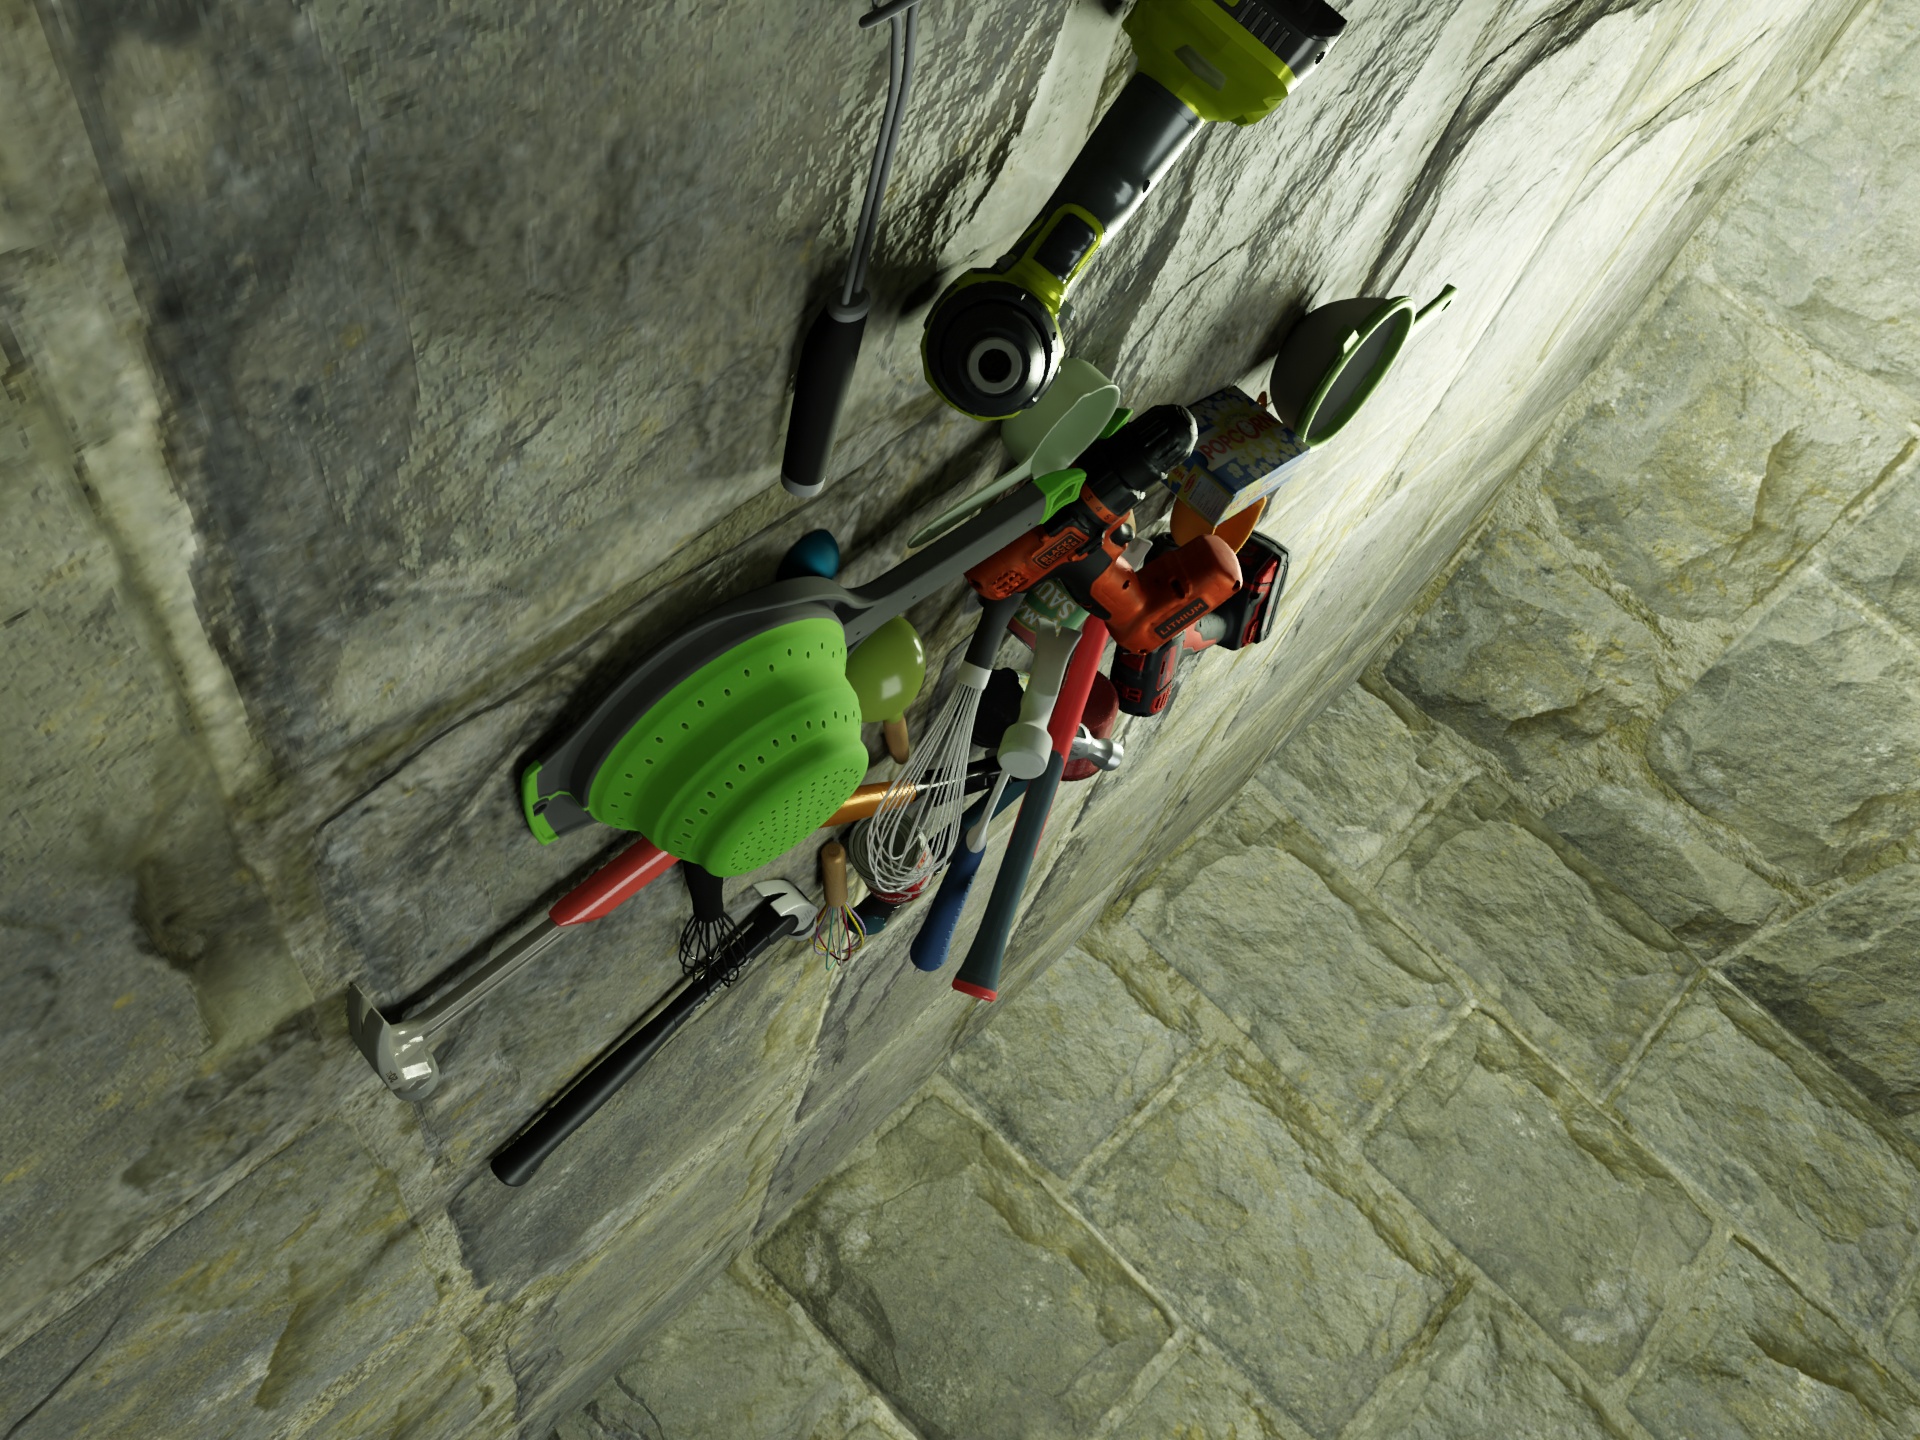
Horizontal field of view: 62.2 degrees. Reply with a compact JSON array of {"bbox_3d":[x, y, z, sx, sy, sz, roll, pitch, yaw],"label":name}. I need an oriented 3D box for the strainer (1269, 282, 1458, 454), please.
[{"bbox_3d":[0.336,-0.327,1.344,0.256,0.069,0.151,-40,160,-35],"label":"strainer"}]

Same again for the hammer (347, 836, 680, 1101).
[{"bbox_3d":[-0.214,0.096,0.993,0.359,0.037,0.149,-38,163,-27],"label":"hammer"}]

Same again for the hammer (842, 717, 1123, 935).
[{"bbox_3d":[0.001,0.107,1.516,0.128,0.033,0.331,20,128,-37],"label":"hammer"}]

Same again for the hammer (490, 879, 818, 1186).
[{"bbox_3d":[-0.252,0.257,1.319,0.335,0.035,0.146,-43,166,-13],"label":"hammer"}]

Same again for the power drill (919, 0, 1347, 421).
[{"bbox_3d":[0.063,-0.232,0.706,0.228,0.080,0.191,-52,-169,14],"label":"power drill"}]

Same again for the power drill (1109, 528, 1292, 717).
[{"bbox_3d":[0.232,-0.121,1.550,0.227,0.080,0.187,-31,141,-43],"label":"power drill"}]

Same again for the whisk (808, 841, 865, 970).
[{"bbox_3d":[-0.118,0.171,1.460,0.051,0.047,0.244,-53,165,-26],"label":"whisk"}]

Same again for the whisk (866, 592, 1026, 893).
[{"bbox_3d":[-0.001,-0.004,1.168,0.284,0.070,0.070,-69,162,7],"label":"whisk"}]

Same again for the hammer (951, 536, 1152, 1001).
[{"bbox_3d":[0.073,0.035,1.271,0.143,0.038,0.386,107,2,-80],"label":"hammer"}]

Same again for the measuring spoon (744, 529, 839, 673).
[{"bbox_3d":[-0.102,-0.055,0.925,0.042,0.021,0.128,-26,153,-53],"label":"measuring spoon"}]

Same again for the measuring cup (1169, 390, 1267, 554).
[{"bbox_3d":[0.227,-0.217,1.380,0.095,0.052,0.173,-36,146,-37],"label":"measuring cup"}]

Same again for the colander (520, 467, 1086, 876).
[{"bbox_3d":[-0.057,-0.022,0.920,0.397,0.094,0.204,-34,165,-21],"label":"colander"}]

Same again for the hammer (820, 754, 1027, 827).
[{"bbox_3d":[-0.060,0.060,1.270,0.127,0.034,0.336,-16,176,33],"label":"hammer"}]

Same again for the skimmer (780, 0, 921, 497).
[{"bbox_3d":[-0.012,-0.201,0.651,0.127,0.090,0.363,-45,168,-35],"label":"skimmer"}]

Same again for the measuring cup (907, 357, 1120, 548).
[{"bbox_3d":[0.024,-0.163,0.972,0.167,0.038,0.083,-37,165,-15],"label":"measuring cup"}]

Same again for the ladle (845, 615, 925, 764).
[{"bbox_3d":[-0.057,-0.009,1.166,0.078,0.062,0.320,-42,172,-7],"label":"ladle"}]

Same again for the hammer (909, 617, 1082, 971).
[{"bbox_3d":[0.018,0.082,1.244,0.405,0.035,0.144,111,-2,-52],"label":"hammer"}]

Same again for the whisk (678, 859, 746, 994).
[{"bbox_3d":[-0.187,0.141,1.171,0.055,0.055,0.238,-39,160,-25],"label":"whisk"}]

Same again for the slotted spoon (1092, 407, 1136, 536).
[{"bbox_3d":[0.113,-0.175,1.205,0.070,0.031,0.313,-47,167,3],"label":"slotted spoon"}]
